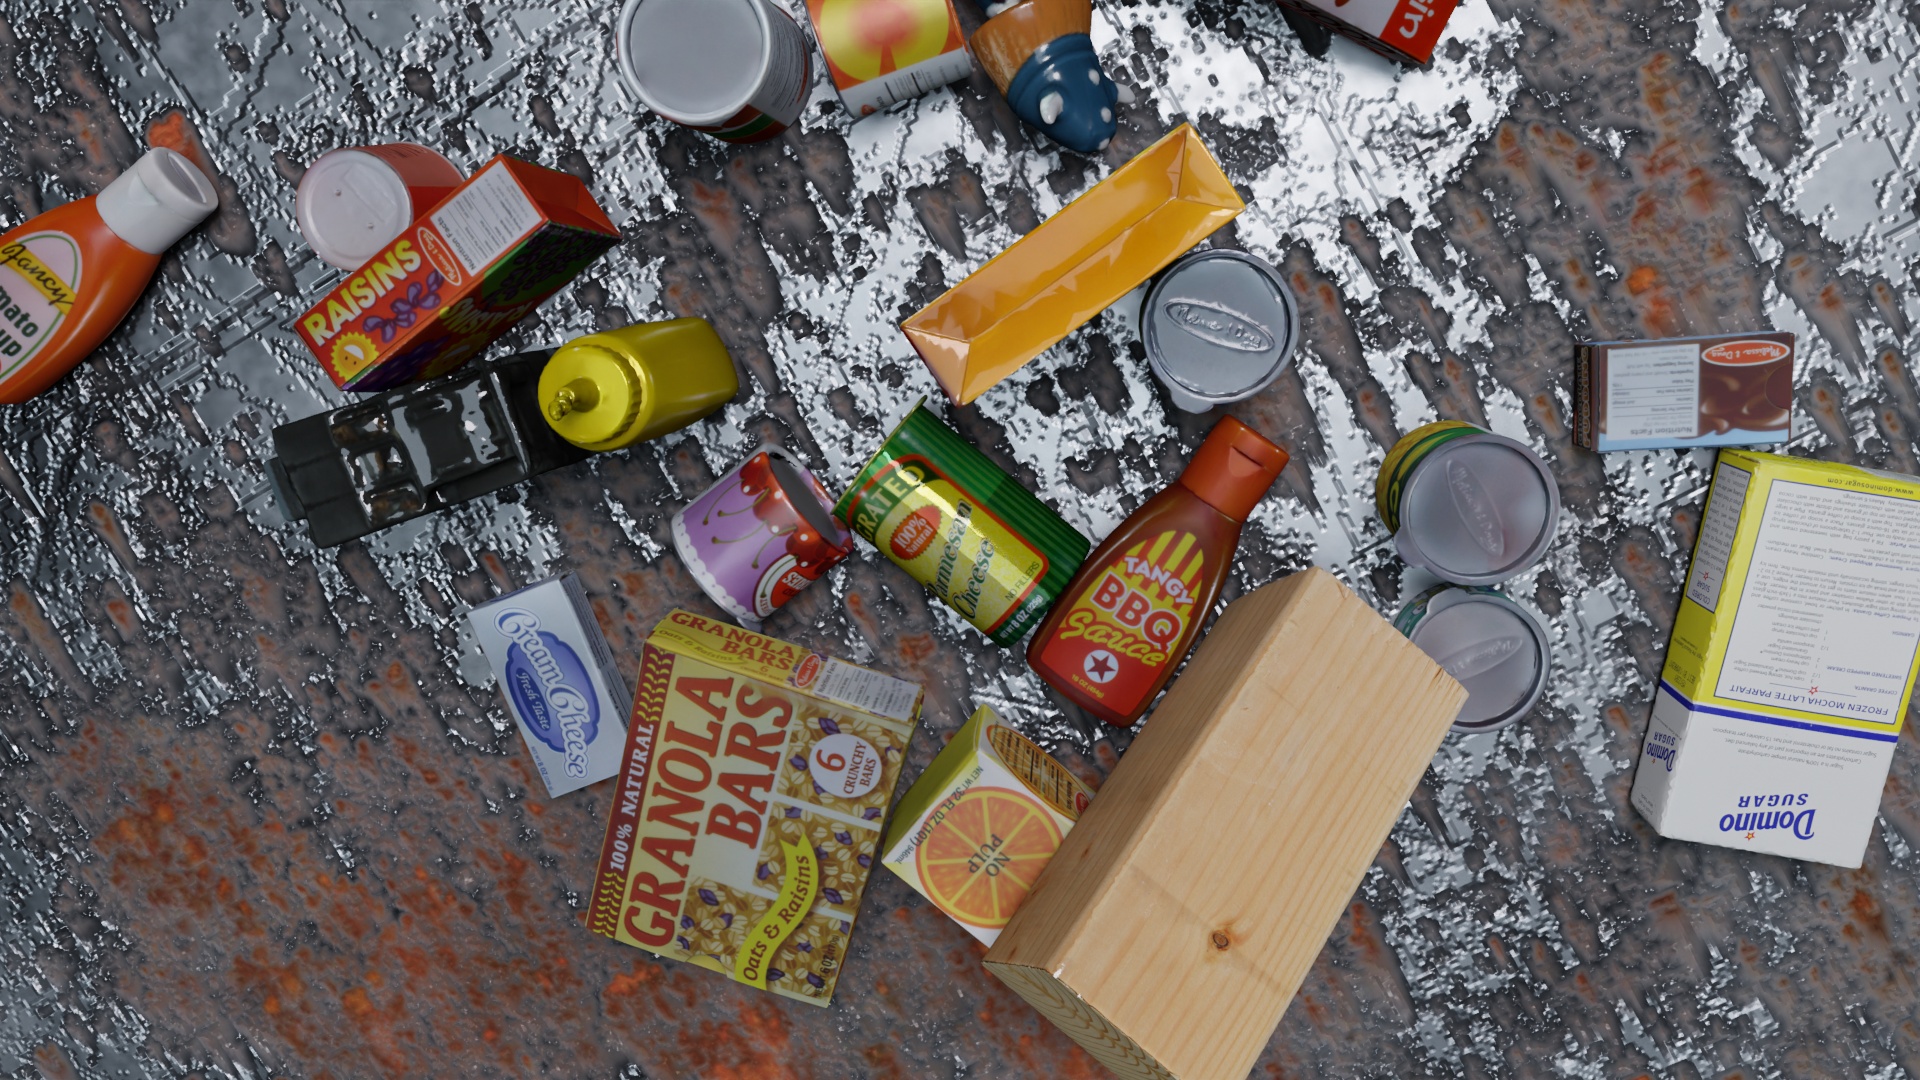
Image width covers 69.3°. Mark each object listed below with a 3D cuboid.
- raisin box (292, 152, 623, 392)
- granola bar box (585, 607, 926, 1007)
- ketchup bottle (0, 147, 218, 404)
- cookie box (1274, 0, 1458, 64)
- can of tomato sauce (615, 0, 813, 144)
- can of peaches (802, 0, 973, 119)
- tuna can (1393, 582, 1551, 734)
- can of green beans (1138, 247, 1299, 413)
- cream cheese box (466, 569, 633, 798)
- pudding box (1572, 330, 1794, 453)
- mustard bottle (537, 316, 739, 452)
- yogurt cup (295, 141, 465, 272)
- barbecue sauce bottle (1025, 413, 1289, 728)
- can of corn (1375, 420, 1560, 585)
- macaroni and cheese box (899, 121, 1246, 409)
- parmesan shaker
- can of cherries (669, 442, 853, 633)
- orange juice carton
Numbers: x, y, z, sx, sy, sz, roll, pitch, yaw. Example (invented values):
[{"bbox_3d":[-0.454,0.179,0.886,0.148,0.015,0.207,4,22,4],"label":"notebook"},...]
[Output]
[{"bbox_3d":[-0.224,-0.117,0.629,0.123,0.086,0.040,-35,93,10],"label":"raisin box"},{"bbox_3d":[-0.097,0.127,0.645,0.124,0.039,0.164,17,113,2],"label":"granola bar box"},{"bbox_3d":[-0.425,-0.131,0.669,0.148,0.043,0.064,-34,95,10],"label":"ketchup bottle"},{"bbox_3d":[0.143,-0.279,0.547,0.167,0.040,0.122,16,110,-24],"label":"cookie box"},{"bbox_3d":[-0.106,-0.209,0.602,0.071,0.083,0.071,1,101,5],"label":"can of tomato sauce"},{"bbox_3d":[-0.032,-0.226,0.600,0.058,0.071,0.071,-17,99,8],"label":"can of peaches"},{"bbox_3d":[0.233,0.051,0.643,0.071,0.033,0.071,1,101,5],"label":"tuna can"},{"bbox_3d":[0.112,-0.096,0.615,0.071,0.058,0.071,1,101,5],"label":"can of green beans"},{"bbox_3d":[-0.199,0.071,0.694,0.053,0.024,0.103,-21,98,8],"label":"cream cheese box"},{"bbox_3d":[0.319,-0.066,0.615,0.084,0.030,0.049,-3,99,6],"label":"pudding box"},{"bbox_3d":[-0.142,-0.066,0.593,0.065,0.160,0.048,-25,96,9],"label":"mustard bottle"},{"bbox_3d":[-0.268,-0.152,0.644,0.072,0.054,0.072,1,101,5],"label":"yogurt cup"},{"bbox_3d":[0.095,0.012,0.644,0.065,0.044,0.148,34,101,2],"label":"barbecue sauce bottle"},{"bbox_3d":[0.221,-0.017,0.619,0.071,0.058,0.071,1,101,5],"label":"can of corn"},{"bbox_3d":[0.046,-0.110,0.563,0.123,0.167,0.040,-34,96,10],"label":"macaroni and cheese box"},{"bbox_3d":[0.002,-0.008,0.637,0.103,0.071,0.071,39,102,-2],"label":"parmesan shaker"},{"bbox_3d":[-0.090,-0.001,0.648,0.058,0.071,0.071,-37,95,10],"label":"can of cherries"},{"bbox_3d":[0.061,0.172,0.662,0.192,0.073,0.071,39,101,-3],"label":"orange juice carton"}]
